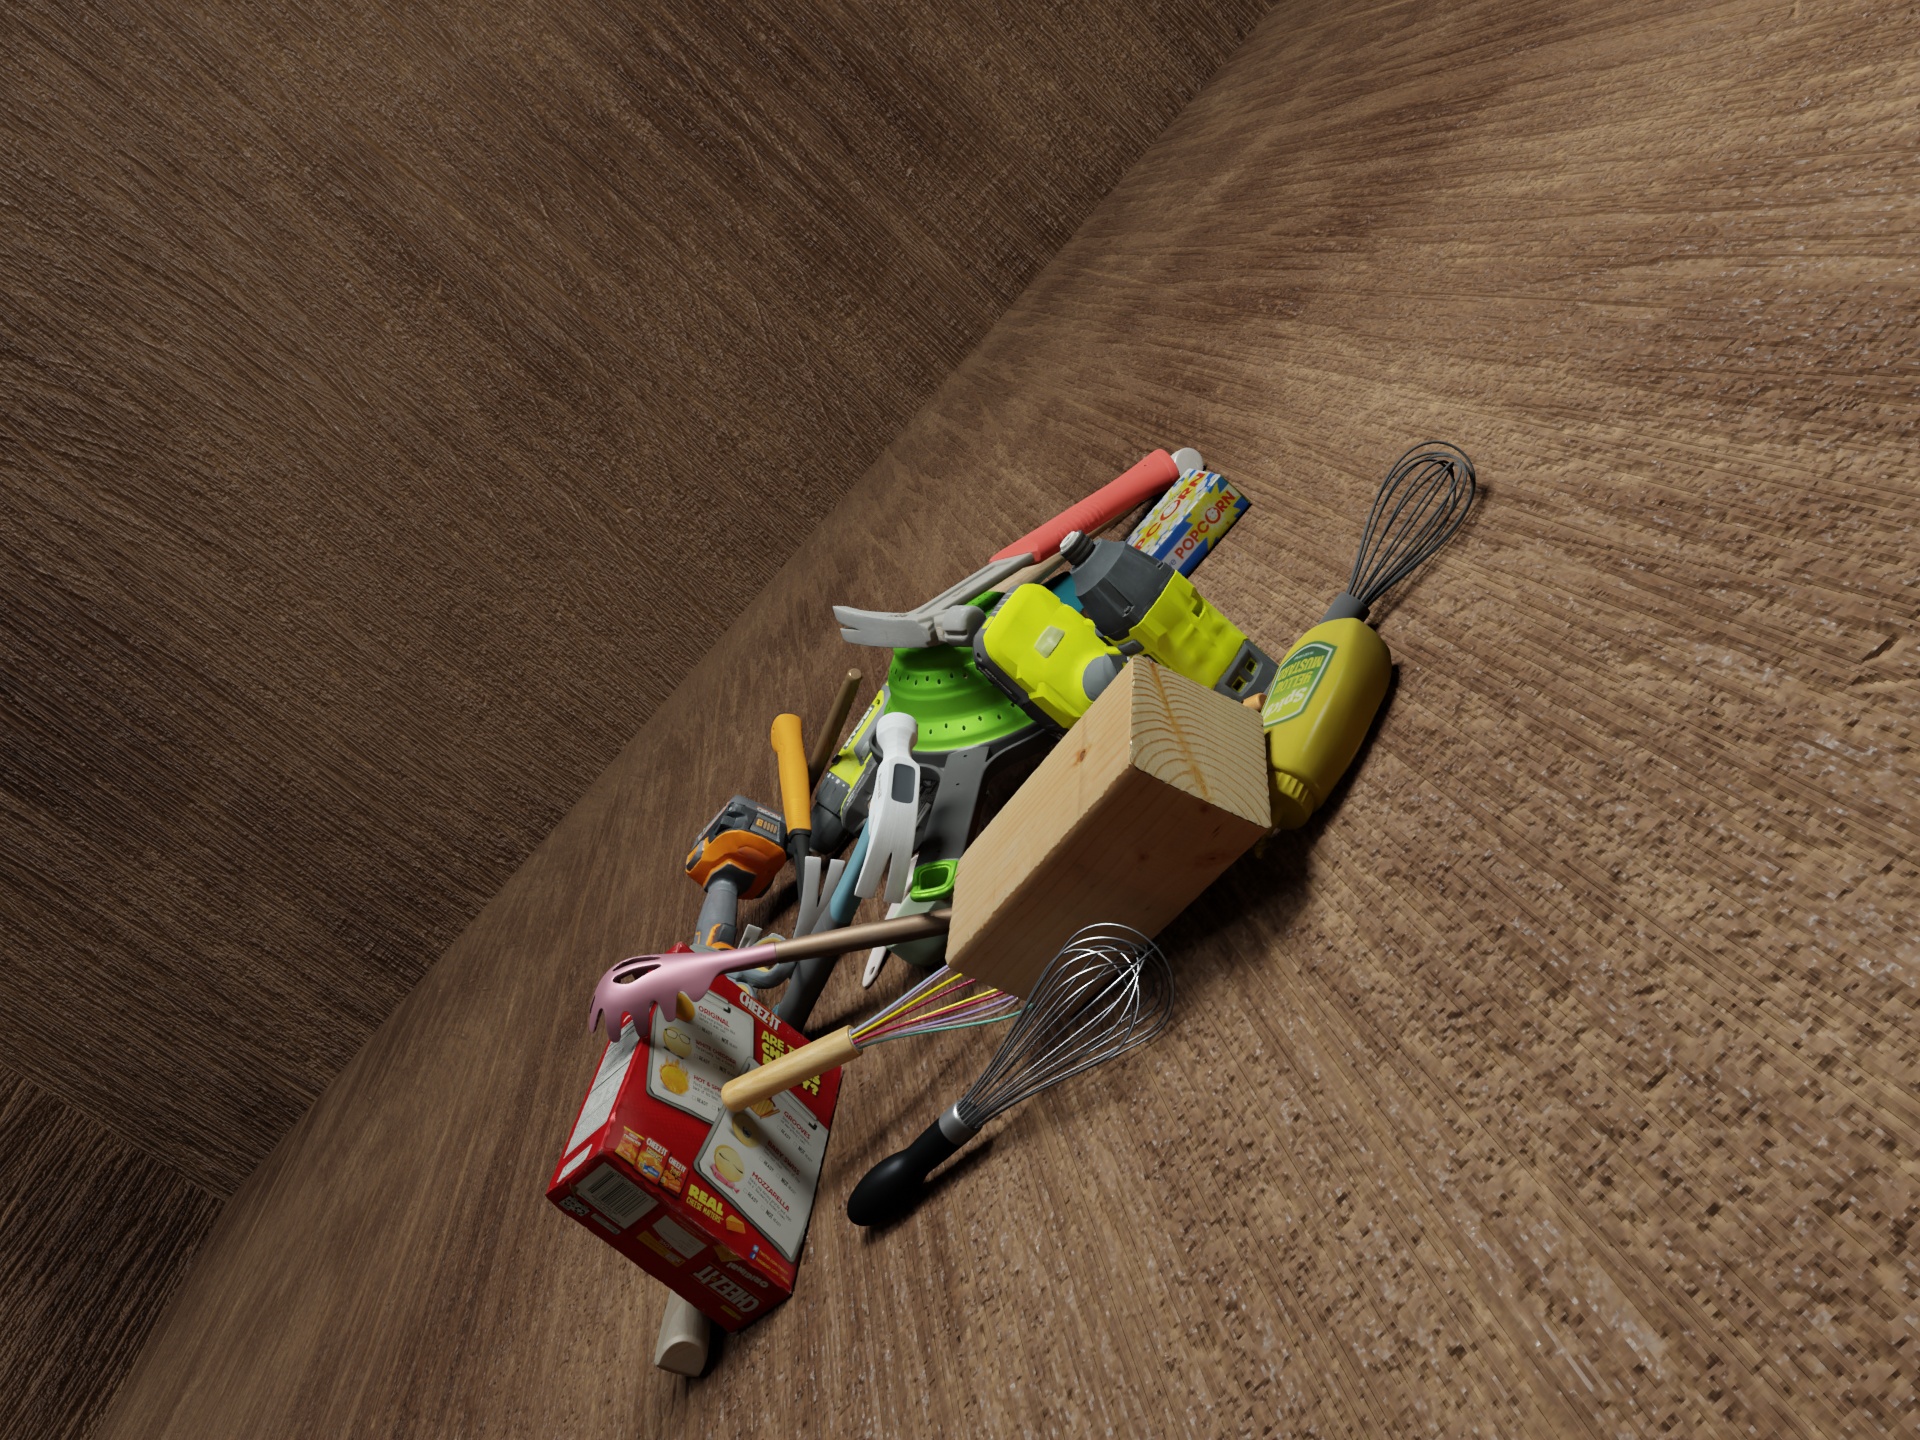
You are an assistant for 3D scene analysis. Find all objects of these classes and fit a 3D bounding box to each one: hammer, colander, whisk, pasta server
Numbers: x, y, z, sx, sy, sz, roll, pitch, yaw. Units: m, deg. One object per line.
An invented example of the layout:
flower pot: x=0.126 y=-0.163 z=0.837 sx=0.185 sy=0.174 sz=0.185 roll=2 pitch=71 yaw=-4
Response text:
hammer: x=-0.151 y=0.086 z=1.485 sx=0.337 sy=0.034 sz=0.127 roll=-106 pitch=27 yaw=-56
hammer: x=-0.185 y=0.318 z=1.209 sx=0.411 sy=0.038 sz=0.146 roll=-97 pitch=30 yaw=-65
hammer: x=0.077 y=-0.146 z=1.478 sx=0.331 sy=0.031 sz=0.130 roll=-38 pitch=10 yaw=-18
colander: x=-0.002 y=-0.004 z=1.232 sx=0.204 sy=0.094 sz=0.397 roll=-12 pitch=26 yaw=16
whisk: x=0.243 y=-0.074 z=0.995 sx=0.239 sy=0.055 sz=0.055 roll=-55 pitch=16 yaw=-4
whisk: x=-0.048 y=0.204 z=1.046 sx=0.245 sy=0.051 sz=0.047 roll=-27 pitch=-3 yaw=11
hammer: x=0.062 y=-0.148 z=1.337 sx=0.149 sy=0.036 sz=0.359 roll=6 pitch=31 yaw=44
whisk: x=0.021 y=0.217 z=0.926 sx=0.284 sy=0.070 sz=0.070 roll=-48 pitch=15 yaw=26
hammer: x=-0.093 y=0.149 z=1.199 sx=0.128 sy=0.033 sz=0.330 roll=-92 pitch=21 yaw=-45
pasta server: x=-0.098 y=0.160 z=1.086 sx=0.316 sy=0.040 sz=0.060 roll=-10 pitch=28 yaw=-8

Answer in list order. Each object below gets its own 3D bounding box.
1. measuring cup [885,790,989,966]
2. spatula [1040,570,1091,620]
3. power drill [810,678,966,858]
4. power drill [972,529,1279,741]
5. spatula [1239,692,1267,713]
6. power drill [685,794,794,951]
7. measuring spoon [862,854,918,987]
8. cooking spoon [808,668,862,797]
measuring cup: x=-0.002 y=0.121 z=1.226 sx=0.083 sy=0.038 sz=0.168 roll=-37 pitch=16 yaw=48
spatula: x=0.107 y=-0.098 z=1.342 sx=0.082 sy=0.044 sz=0.317 roll=-34 pitch=7 yaw=-9
power drill: x=-0.076 y=0.056 z=1.495 sx=0.190 sy=0.080 sz=0.228 roll=-56 pitch=14 yaw=-3
power drill: x=0.102 y=-0.053 z=1.105 sx=0.080 sy=0.171 sz=0.223 roll=-54 pitch=13 yaw=-18
spatula: x=0.098 y=0.056 z=1.079 sx=0.322 sy=0.041 sz=0.081 roll=-34 pitch=21 yaw=46
power drill: x=-0.222 y=0.188 z=1.514 sx=0.164 sy=0.084 sz=0.227 roll=-44 pitch=27 yaw=46
measuring spoon: x=-0.051 y=0.166 z=1.301 sx=0.034 sy=0.018 sz=0.124 roll=-27 pitch=35 yaw=53
cooking spoon: x=-0.141 y=0.043 z=1.573 sx=0.318 sy=0.017 sz=0.069 roll=118 pitch=161 yaw=-53
